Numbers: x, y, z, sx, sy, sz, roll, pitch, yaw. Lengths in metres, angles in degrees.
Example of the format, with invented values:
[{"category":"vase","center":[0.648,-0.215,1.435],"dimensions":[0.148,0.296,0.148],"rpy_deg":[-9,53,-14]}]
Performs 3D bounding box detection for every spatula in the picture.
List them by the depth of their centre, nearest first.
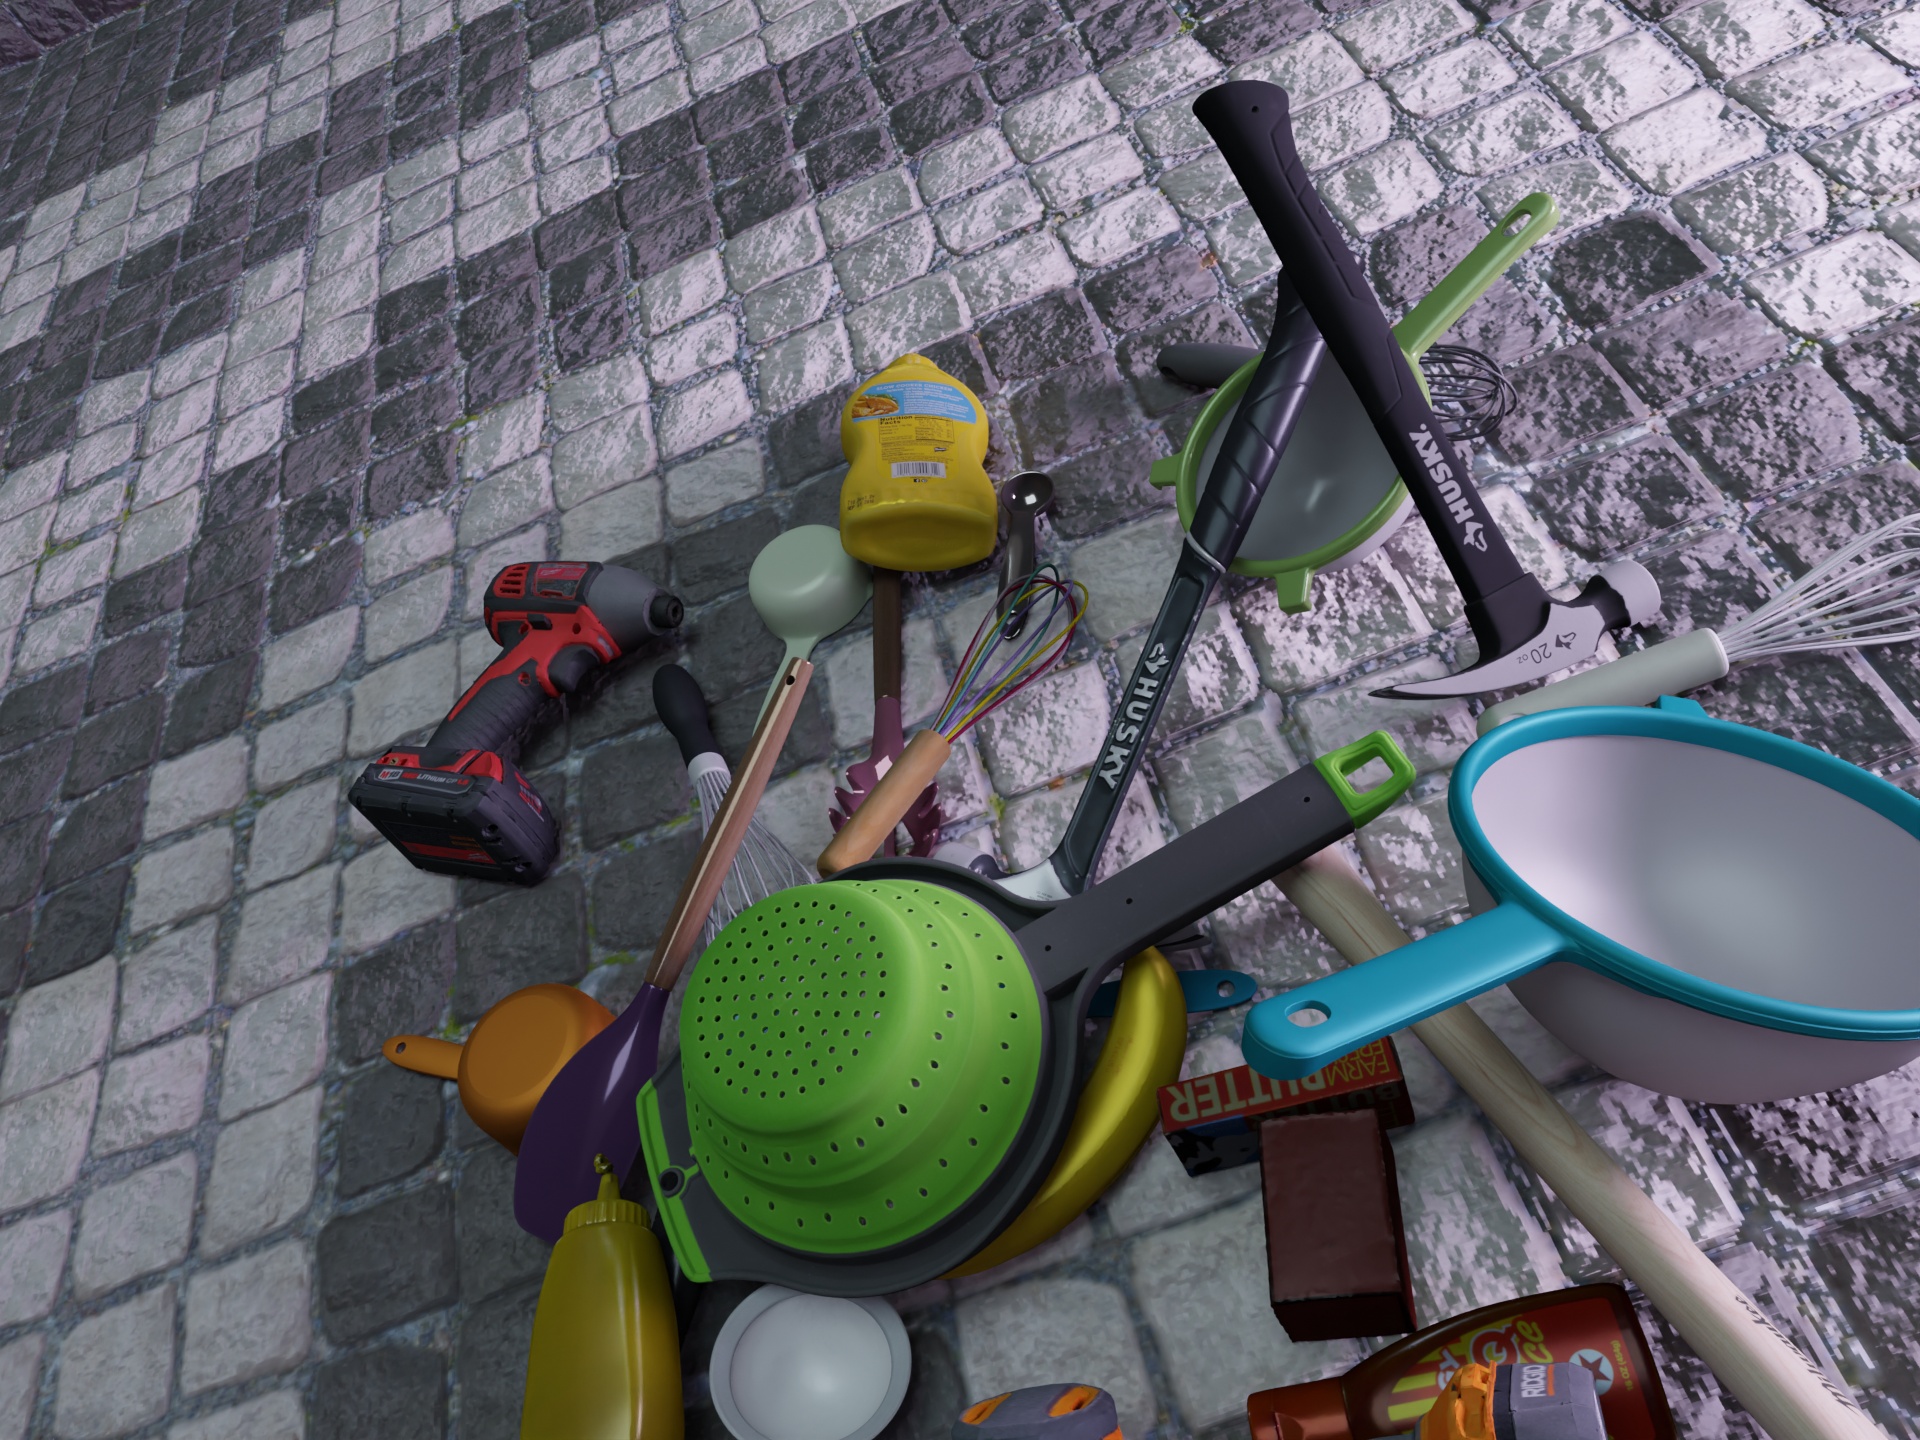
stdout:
[{"category":"spatula","center":[-0.145,0.110,0.807],"dimensions":[0.060,0.018,0.316],"rpy_deg":[20,78,16]}]

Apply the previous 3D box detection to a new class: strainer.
[{"category":"strainer","center":[0.238,0.099,0.605],"dimensions":[0.340,0.095,0.211],"rpy_deg":[-15,36,-27]},{"category":"strainer","center":[-0.055,0.233,0.733],"dimensions":[0.087,0.050,0.259],"rpy_deg":[4,48,6]},{"category":"strainer","center":[0.235,-0.173,0.871],"dimensions":[0.256,0.069,0.152],"rpy_deg":[-46,46,10]}]

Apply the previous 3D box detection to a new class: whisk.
[{"category":"whisk","center":[0.365,-0.036,0.754],"dimensions":[0.246,0.057,0.059],"rpy_deg":[-22,14,12]},{"category":"whisk","center":[0.000,-0.003,0.862],"dimensions":[0.047,0.051,0.245],"rpy_deg":[27,56,17]},{"category":"whisk","center":[-0.134,0.051,0.906],"dimensions":[0.070,0.070,0.285],"rpy_deg":[-31,43,-1]},{"category":"whisk","center":[0.217,-0.205,0.953],"dimensions":[0.239,0.055,0.055],"rpy_deg":[18,63,39]}]

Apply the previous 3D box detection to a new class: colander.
[{"category":"colander","center":[0.015,0.097,0.695],"dimensions":[0.397,0.094,0.205],"rpy_deg":[-30,52,3]}]

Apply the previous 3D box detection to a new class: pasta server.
[{"category":"pasta server","center":[-0.044,-0.035,0.940],"dimensions":[0.060,0.040,0.317],"rpy_deg":[-3,50,0]}]

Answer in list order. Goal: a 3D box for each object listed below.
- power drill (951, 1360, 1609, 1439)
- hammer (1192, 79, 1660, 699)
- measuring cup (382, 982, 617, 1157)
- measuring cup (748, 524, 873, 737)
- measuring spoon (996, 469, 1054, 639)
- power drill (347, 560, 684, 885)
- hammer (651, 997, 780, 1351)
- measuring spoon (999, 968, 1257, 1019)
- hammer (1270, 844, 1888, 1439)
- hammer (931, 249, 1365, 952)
[{"category":"power drill","center":[0.116,0.311,0.547],"dimensions":[0.226,0.084,0.164],"rpy_deg":[-13,80,18]},{"category":"hammer","center":[0.205,-0.166,0.789],"dimensions":[0.146,0.035,0.335],"rpy_deg":[-28,89,-7]},{"category":"measuring cup","center":[-0.258,0.180,0.857],"dimensions":[0.174,0.052,0.095],"rpy_deg":[5,56,25]},{"category":"measuring cup","center":[-0.107,-0.055,0.982],"dimensions":[0.083,0.038,0.168],"rpy_deg":[-3,51,23]},{"category":"measuring spoon","center":[0.037,-0.099,0.973],"dimensions":[0.034,0.018,0.124],"rpy_deg":[-1,61,16]},{"category":"power drill","center":[-0.270,-0.011,1.002],"dimensions":[0.143,0.078,0.220],"rpy_deg":[4,53,27]},{"category":"hammer","center":[-0.142,0.282,0.737],"dimensions":[0.128,0.033,0.331],"rpy_deg":[-3,53,23]},{"category":"measuring spoon","center":[0.078,0.137,0.766],"dimensions":[0.128,0.021,0.042],"rpy_deg":[-7,62,8]},{"category":"hammer","center":[0.229,0.166,0.603],"dimensions":[0.038,0.146,0.411],"rpy_deg":[-49,42,11]},{"category":"hammer","center":[0.124,-0.069,0.828],"dimensions":[0.149,0.036,0.409],"rpy_deg":[17,77,33]}]
